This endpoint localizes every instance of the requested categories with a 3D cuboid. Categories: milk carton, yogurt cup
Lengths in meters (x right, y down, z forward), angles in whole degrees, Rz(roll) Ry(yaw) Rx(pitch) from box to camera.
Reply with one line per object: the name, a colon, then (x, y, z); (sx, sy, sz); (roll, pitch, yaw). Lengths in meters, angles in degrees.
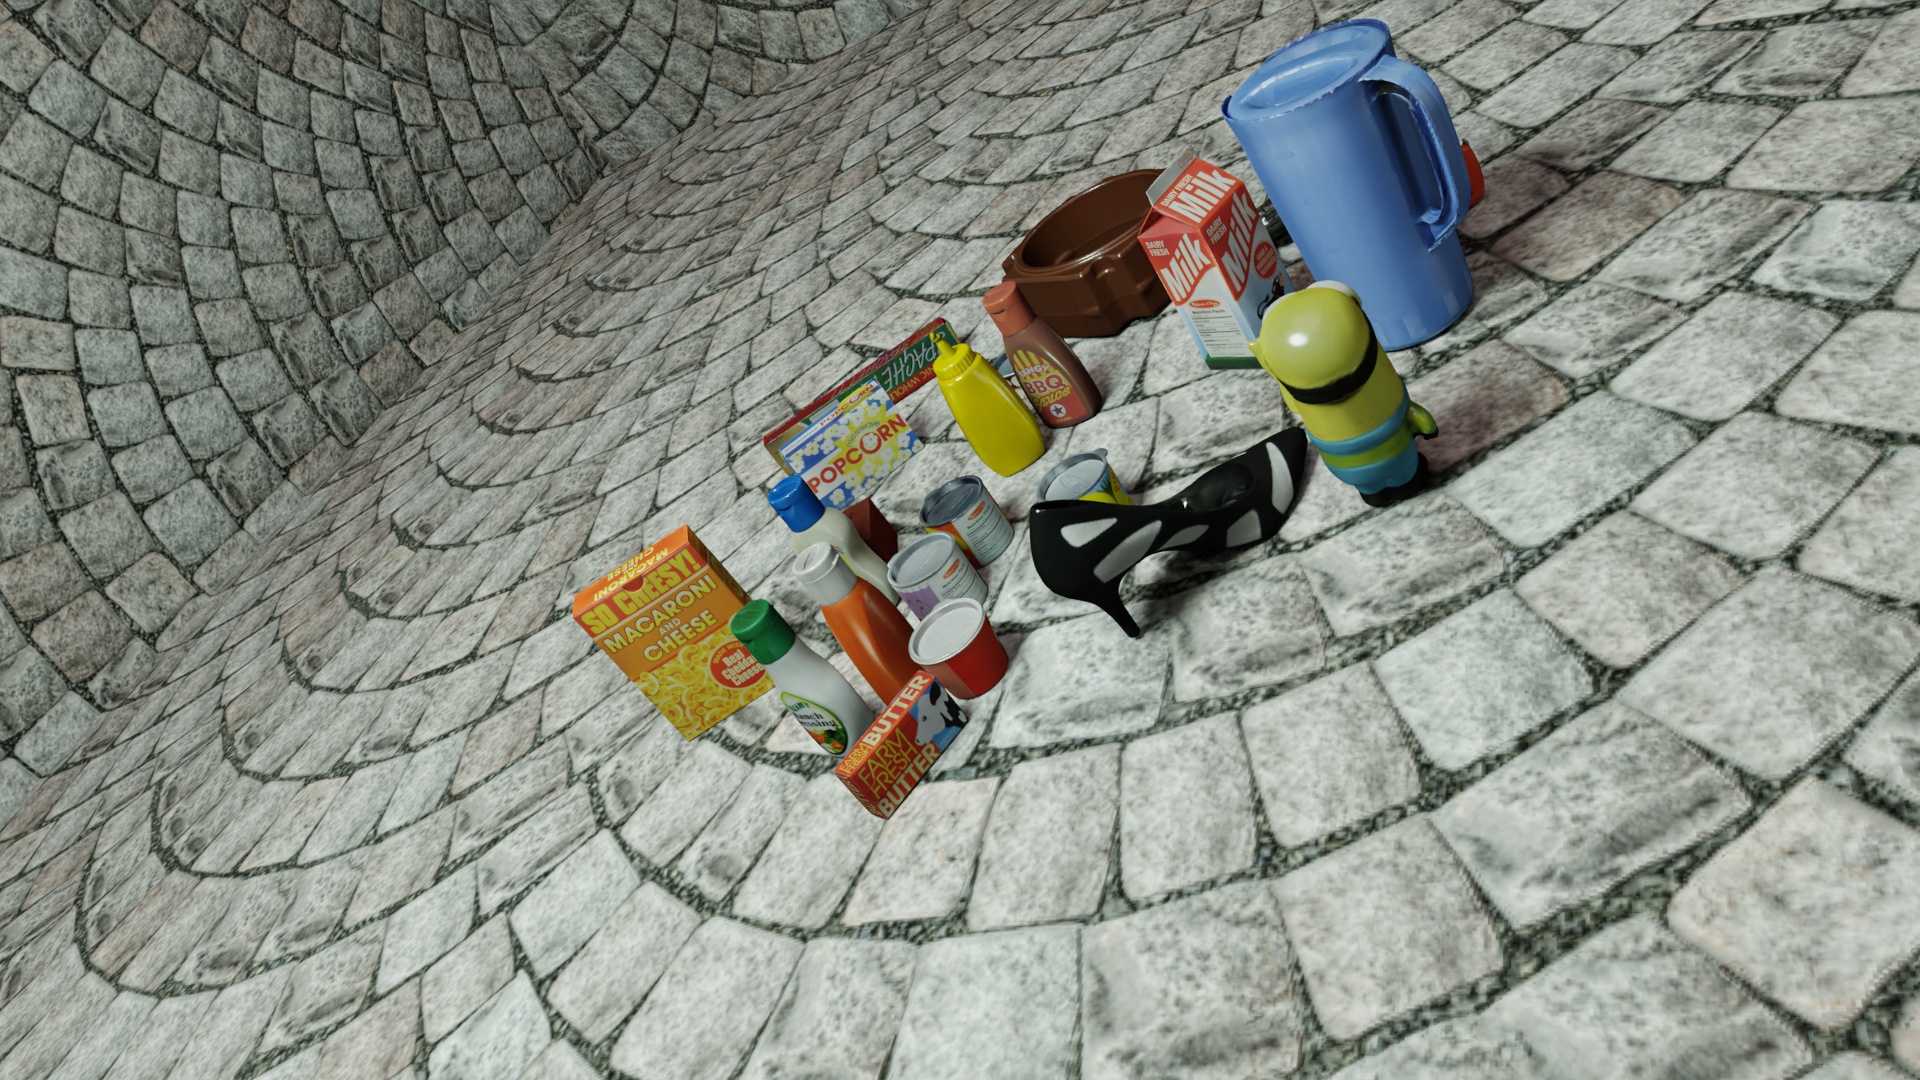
milk carton: (0.221, -0.243, 1.202); (0.073, 0.190, 0.072); (7, 50, 51)
yogurt cup: (0.001, 0.087, 1.088); (0.072, 0.053, 0.073); (-26, 30, 17)

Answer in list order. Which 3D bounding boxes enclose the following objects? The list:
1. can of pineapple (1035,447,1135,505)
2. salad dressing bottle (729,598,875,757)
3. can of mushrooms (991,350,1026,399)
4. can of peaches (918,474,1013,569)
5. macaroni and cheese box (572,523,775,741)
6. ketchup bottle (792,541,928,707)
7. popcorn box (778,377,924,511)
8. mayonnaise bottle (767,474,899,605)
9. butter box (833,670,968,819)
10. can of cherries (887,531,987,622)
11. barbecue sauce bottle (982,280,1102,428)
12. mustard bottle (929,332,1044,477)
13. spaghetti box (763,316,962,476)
can of pineapple: (0.106, -0.032, 1.149); (0.071, 0.057, 0.071); (-26, 30, 17)
salad dressing bottle: (-0.124, 0.108, 1.091); (0.064, 0.147, 0.044); (-5, 42, 43)
can of mushrooms: (0.064, -0.176, 1.429); (0.071, 0.033, 0.071); (-26, 30, 17)
can of peaches: (0.004, -0.015, 1.231); (0.071, 0.058, 0.071); (-26, 30, 17)
macaroni and cheese box: (-0.241, 0.084, 1.231); (0.123, 0.166, 0.040); (-33, 29, 5)
ketchup bottle: (-0.077, 0.064, 1.105); (0.043, 0.148, 0.065); (-18, 33, 29)
popcorn box: (-0.113, -0.096, 1.445); (0.127, 0.085, 0.038); (-37, 29, -3)
mayonnaise bottle: (-0.115, 0.007, 1.230); (0.064, 0.147, 0.041); (-19, 33, 28)
butter box: (-0.043, 0.153, 1.039); (0.104, 0.053, 0.024); (-49, 31, -22)
can of cherries: (-0.021, 0.035, 1.182); (0.071, 0.058, 0.072); (-26, 30, 17)
barbecue sauce bottle: (0.073, -0.174, 1.299); (0.064, 0.148, 0.044); (-10, 38, 38)
mustard bottle: (0.018, -0.133, 1.285); (0.065, 0.159, 0.049); (-32, 29, 7)
spaghetti box: (-0.108, -0.164, 1.575); (0.250, 0.050, 0.029); (-34, 29, 2)
